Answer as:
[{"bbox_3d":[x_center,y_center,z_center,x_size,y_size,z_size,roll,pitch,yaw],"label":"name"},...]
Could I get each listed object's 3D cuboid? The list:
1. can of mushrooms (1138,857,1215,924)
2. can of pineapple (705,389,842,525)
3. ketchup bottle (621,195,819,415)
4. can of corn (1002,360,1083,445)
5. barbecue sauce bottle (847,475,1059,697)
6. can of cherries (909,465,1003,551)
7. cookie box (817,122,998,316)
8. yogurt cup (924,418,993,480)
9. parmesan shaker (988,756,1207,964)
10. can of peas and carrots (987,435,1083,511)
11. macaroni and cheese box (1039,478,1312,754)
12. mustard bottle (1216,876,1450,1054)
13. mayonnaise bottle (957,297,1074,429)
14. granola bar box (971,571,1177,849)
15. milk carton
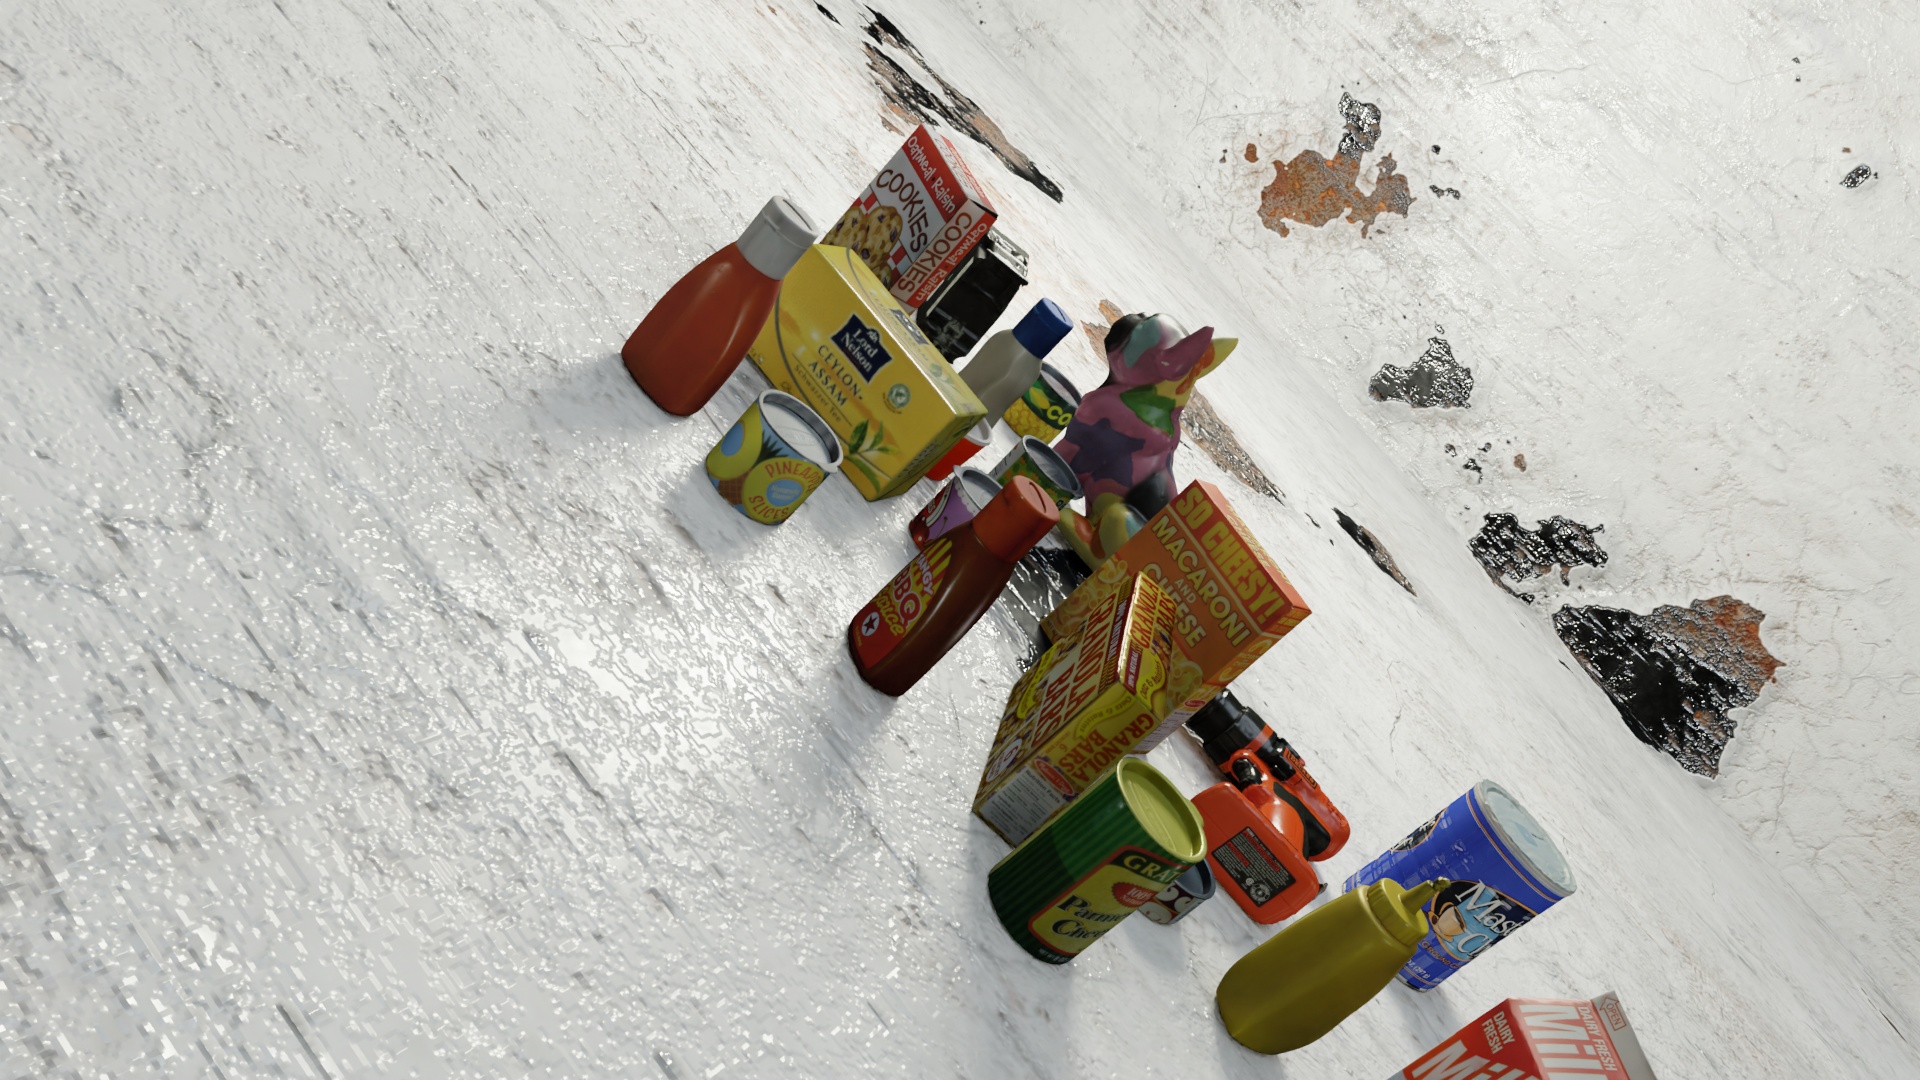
[{"bbox_3d":[0.125,0.204,0.877,0.071,0.033,0.071,37,24,-19],"label":"can of mushrooms"},{"bbox_3d":[-0.116,-0.051,0.870,0.071,0.057,0.071,37,23,-19],"label":"can of pineapple"},{"bbox_3d":[-0.148,-0.149,0.867,0.065,0.148,0.043,50,22,11],"label":"ketchup bottle"},{"bbox_3d":[0.080,-0.129,1.344,0.071,0.058,0.071,37,23,-19],"label":"can of corn"},{"bbox_3d":[-0.004,0.024,0.816,0.043,0.148,0.065,30,26,-33],"label":"barbecue sauce bottle"},{"bbox_3d":[0.004,-0.013,1.011,0.071,0.058,0.072,37,23,-19],"label":"can of cherries"},{"bbox_3d":[-0.054,-0.258,1.192,0.040,0.167,0.123,23,30,-43],"label":"cookie box"},{"bbox_3d":[-0.016,-0.085,1.107,0.072,0.053,0.073,37,23,-19],"label":"yogurt cup"},{"bbox_3d":[0.075,0.175,0.751,0.071,0.102,0.071,37,23,-19],"label":"parmesan shaker"},{"bbox_3d":[0.059,-0.043,1.158,0.071,0.058,0.071,37,23,-19],"label":"can of peas and carrots"},{"bbox_3d":[0.153,0.056,1.008,0.040,0.166,0.124,13,38,-53],"label":"macaroni and cheese box"},{"bbox_3d":[0.225,0.242,0.817,0.065,0.159,0.049,31,26,-32],"label":"mustard bottle"},{"bbox_3d":[0.032,-0.138,1.159,0.041,0.147,0.065,26,29,-39],"label":"mayonnaise bottle"},{"bbox_3d":[0.073,0.098,0.853,0.039,0.124,0.166,43,22,-6],"label":"granola bar box"},{"bbox_3d":[0.287,0.319,0.752,0.073,0.190,0.073,38,23,-17],"label":"milk carton"}]
